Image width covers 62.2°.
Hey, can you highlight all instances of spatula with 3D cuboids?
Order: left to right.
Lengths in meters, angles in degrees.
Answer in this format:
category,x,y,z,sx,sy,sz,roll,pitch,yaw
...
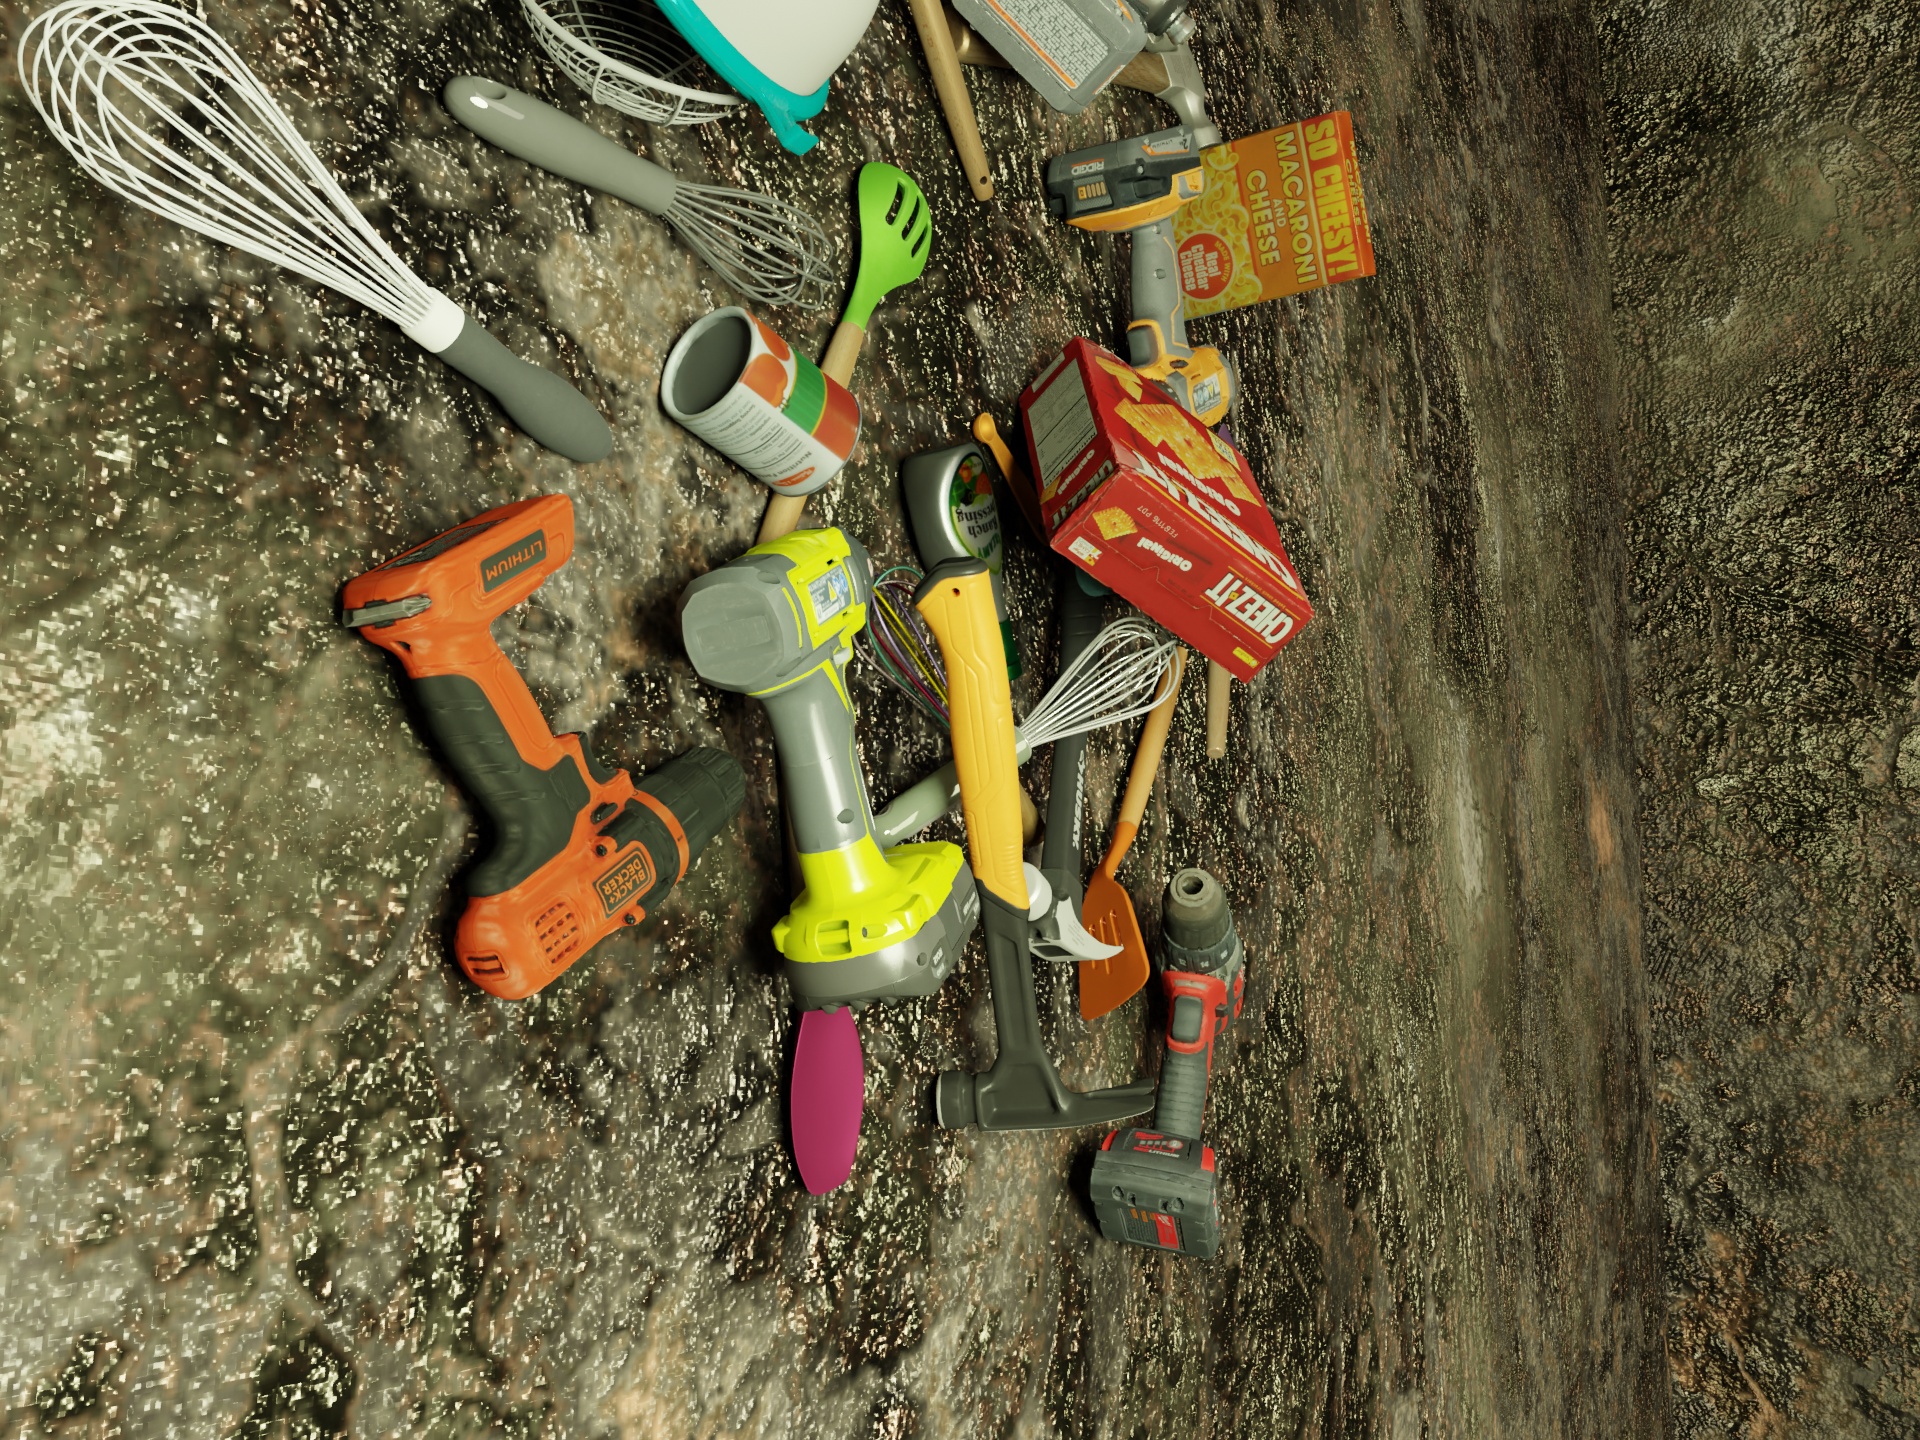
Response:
category,x,y,z,sx,sy,sz,roll,pitch,yaw
spatula,-0.027,-0.453,0.950,0.082,0.044,0.317,-30,131,-7
spatula,0.132,0.064,1.140,0.041,0.081,0.323,32,49,-11
spatula,0.196,-0.104,1.189,0.059,0.018,0.316,54,35,-45

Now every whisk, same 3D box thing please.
category,x,y,z,sx,sy,sz,roll,pitch,yaw
whisk,-0.237,-0.179,0.638,0.284,0.070,0.070,38,55,-53
whisk,-0.149,-0.257,0.783,0.238,0.055,0.055,12,76,-50
whisk,-0.002,-0.004,0.964,0.051,0.047,0.244,-57,136,-26
whisk,0.040,0.010,0.949,0.246,0.058,0.059,-33,96,-25

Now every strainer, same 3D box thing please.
category,x,y,z,sx,sy,sz,roll,pitch,yaw
strainer,-0.090,-0.431,0.759,0.210,0.095,0.341,49,28,-34

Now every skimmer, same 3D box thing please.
category,x,y,z,sx,sy,sz,roll,pitch,yaw
skimmer,-0.194,-0.439,0.698,0.127,0.090,0.363,-52,126,-51

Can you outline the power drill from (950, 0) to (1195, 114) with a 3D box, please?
category,x,y,z,sx,sy,sz,roll,pitch,yaw
power drill,0.087,-0.493,1.066,0.164,0.084,0.227,40,39,-17

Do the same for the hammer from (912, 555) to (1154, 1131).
category,x,y,z,sx,sy,sz,roll,pitch,yaw
hammer,0.028,0.074,0.887,0.034,0.127,0.336,-64,147,-72

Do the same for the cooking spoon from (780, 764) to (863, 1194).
category,x,y,z,sx,sy,sz,roll,pitch,yaw
cooking spoon,-0.082,0.091,0.850,0.068,0.017,0.319,-2,88,-60

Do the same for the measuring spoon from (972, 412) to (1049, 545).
category,x,y,z,sx,sy,sz,roll,pitch,yaw
measuring spoon,0.035,-0.159,1.066,0.116,0.011,0.021,56,44,-40

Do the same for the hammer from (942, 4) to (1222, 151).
category,x,y,z,sx,sy,sz,roll,pitch,yaw
hammer,0.087,-0.483,1.154,0.331,0.031,0.130,-20,91,-52

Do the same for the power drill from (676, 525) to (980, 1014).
category,x,y,z,sx,sy,sz,roll,pitch,yaw
power drill,-0.060,0.017,0.798,0.171,0.080,0.223,-49,127,-69

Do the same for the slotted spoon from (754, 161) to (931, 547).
category,x,y,z,sx,sy,sz,roll,pitch,yaw
slotted spoon,-0.068,-0.201,0.906,0.070,0.031,0.314,45,52,-43

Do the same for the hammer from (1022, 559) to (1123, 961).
category,x,y,z,sx,sy,sz,roll,pitch,yaw
hammer,0.077,-0.001,1.052,0.146,0.035,0.335,50,40,-52

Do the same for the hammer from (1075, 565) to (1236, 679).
category,x,y,z,sx,sy,sz,roll,pitch,yaw
hammer,0.158,-0.098,1.169,0.331,0.033,0.128,2,81,-64

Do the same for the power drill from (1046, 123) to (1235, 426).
category,x,y,z,sx,sy,sz,roll,pitch,yaw
power drill,0.128,-0.305,1.164,0.185,0.084,0.226,-37,120,-49

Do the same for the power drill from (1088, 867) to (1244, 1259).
category,x,y,z,sx,sy,sz,roll,pitch,yaw
power drill,0.148,0.226,1.075,0.187,0.080,0.227,74,27,-54
